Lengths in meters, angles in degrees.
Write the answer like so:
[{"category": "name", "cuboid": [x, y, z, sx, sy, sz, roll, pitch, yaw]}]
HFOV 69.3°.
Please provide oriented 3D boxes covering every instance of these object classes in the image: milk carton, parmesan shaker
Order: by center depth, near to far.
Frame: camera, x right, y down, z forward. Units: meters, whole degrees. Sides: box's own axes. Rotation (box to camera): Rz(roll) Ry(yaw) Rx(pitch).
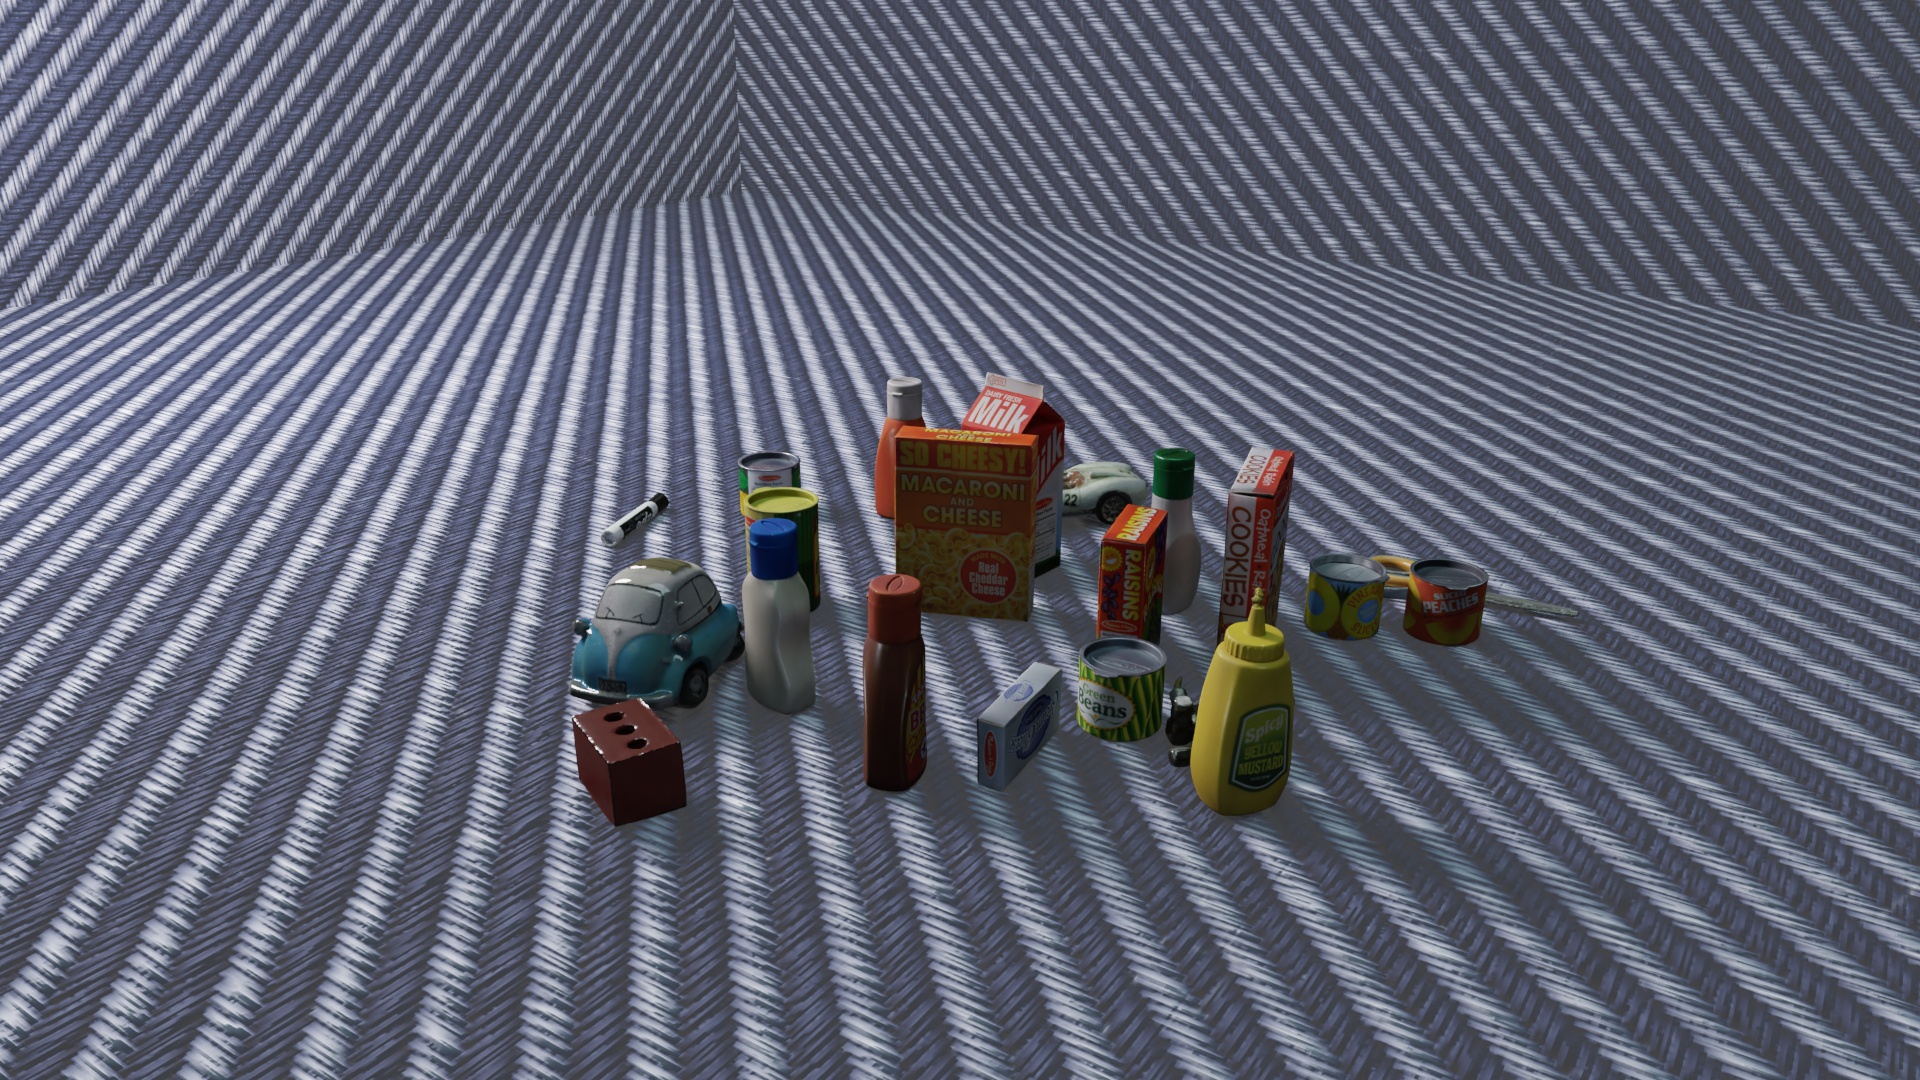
[{"category": "parmesan shaker", "cuboid": [-0.161, 0.010, 1.253, 0.071, 0.102, 0.071, 1, 21, 0]}, {"category": "milk carton", "cuboid": [0.050, -0.062, 1.323, 0.072, 0.189, 0.074, 18, 27, 37]}]

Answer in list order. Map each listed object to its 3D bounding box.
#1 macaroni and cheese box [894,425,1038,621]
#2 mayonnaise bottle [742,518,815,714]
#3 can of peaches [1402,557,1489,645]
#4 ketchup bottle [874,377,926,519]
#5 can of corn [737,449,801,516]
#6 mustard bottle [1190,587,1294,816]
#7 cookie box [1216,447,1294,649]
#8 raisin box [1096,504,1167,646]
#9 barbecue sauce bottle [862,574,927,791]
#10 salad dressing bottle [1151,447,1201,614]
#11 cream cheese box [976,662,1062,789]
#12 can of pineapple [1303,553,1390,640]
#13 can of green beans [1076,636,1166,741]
[{"category": "macaroni and cheese box", "cuboid": [0.004, -0.016, 1.238, 0.124, 0.165, 0.040, 5, 22, 10]}, {"category": "mayonnaise bottle", "cuboid": [-0.142, 0.057, 1.074, 0.041, 0.147, 0.065, -17, 28, -38]}, {"category": "can of peaches", "cuboid": [0.426, 0.055, 1.221, 0.071, 0.057, 0.071, 1, 21, 0]}, {"category": "ketchup bottle", "cuboid": [-0.059, -0.096, 1.461, 0.065, 0.148, 0.044, 9, 23, 21]}, {"category": "can of corn", "cuboid": [-0.203, -0.059, 1.487, 0.071, 0.058, 0.071, 1, 21, 0]}, {"category": "mustard bottle", "cuboid": [0.194, 0.108, 0.942, 0.065, 0.159, 0.049, -9, 23, -22]}, {"category": "cookie box", "cuboid": [0.246, 0.019, 1.157, 0.040, 0.166, 0.123, 8, 22, 17]}, {"category": "raisin box", "cuboid": [0.142, 0.043, 1.154, 0.040, 0.123, 0.086, 9, 23, 19]}, {"category": "barbecue sauce bottle", "cuboid": [-0.046, 0.098, 0.974, 0.044, 0.148, 0.065, 5, 22, 11]}, {"category": "salad dressing bottle", "cuboid": [0.189, -0.009, 1.252, 0.064, 0.147, 0.044, -12, 25, -30]}, {"category": "cream cheese box", "cuboid": [0.043, 0.134, 1.015, 0.024, 0.053, 0.104, 11, 24, 24]}, {"category": "can of pineapple", "cuboid": [0.341, 0.050, 1.230, 0.071, 0.057, 0.071, 1, 21, 0]}, {"category": "can of green beans", "cuboid": [0.123, 0.113, 1.063, 0.071, 0.057, 0.071, 1, 21, 0]}]
